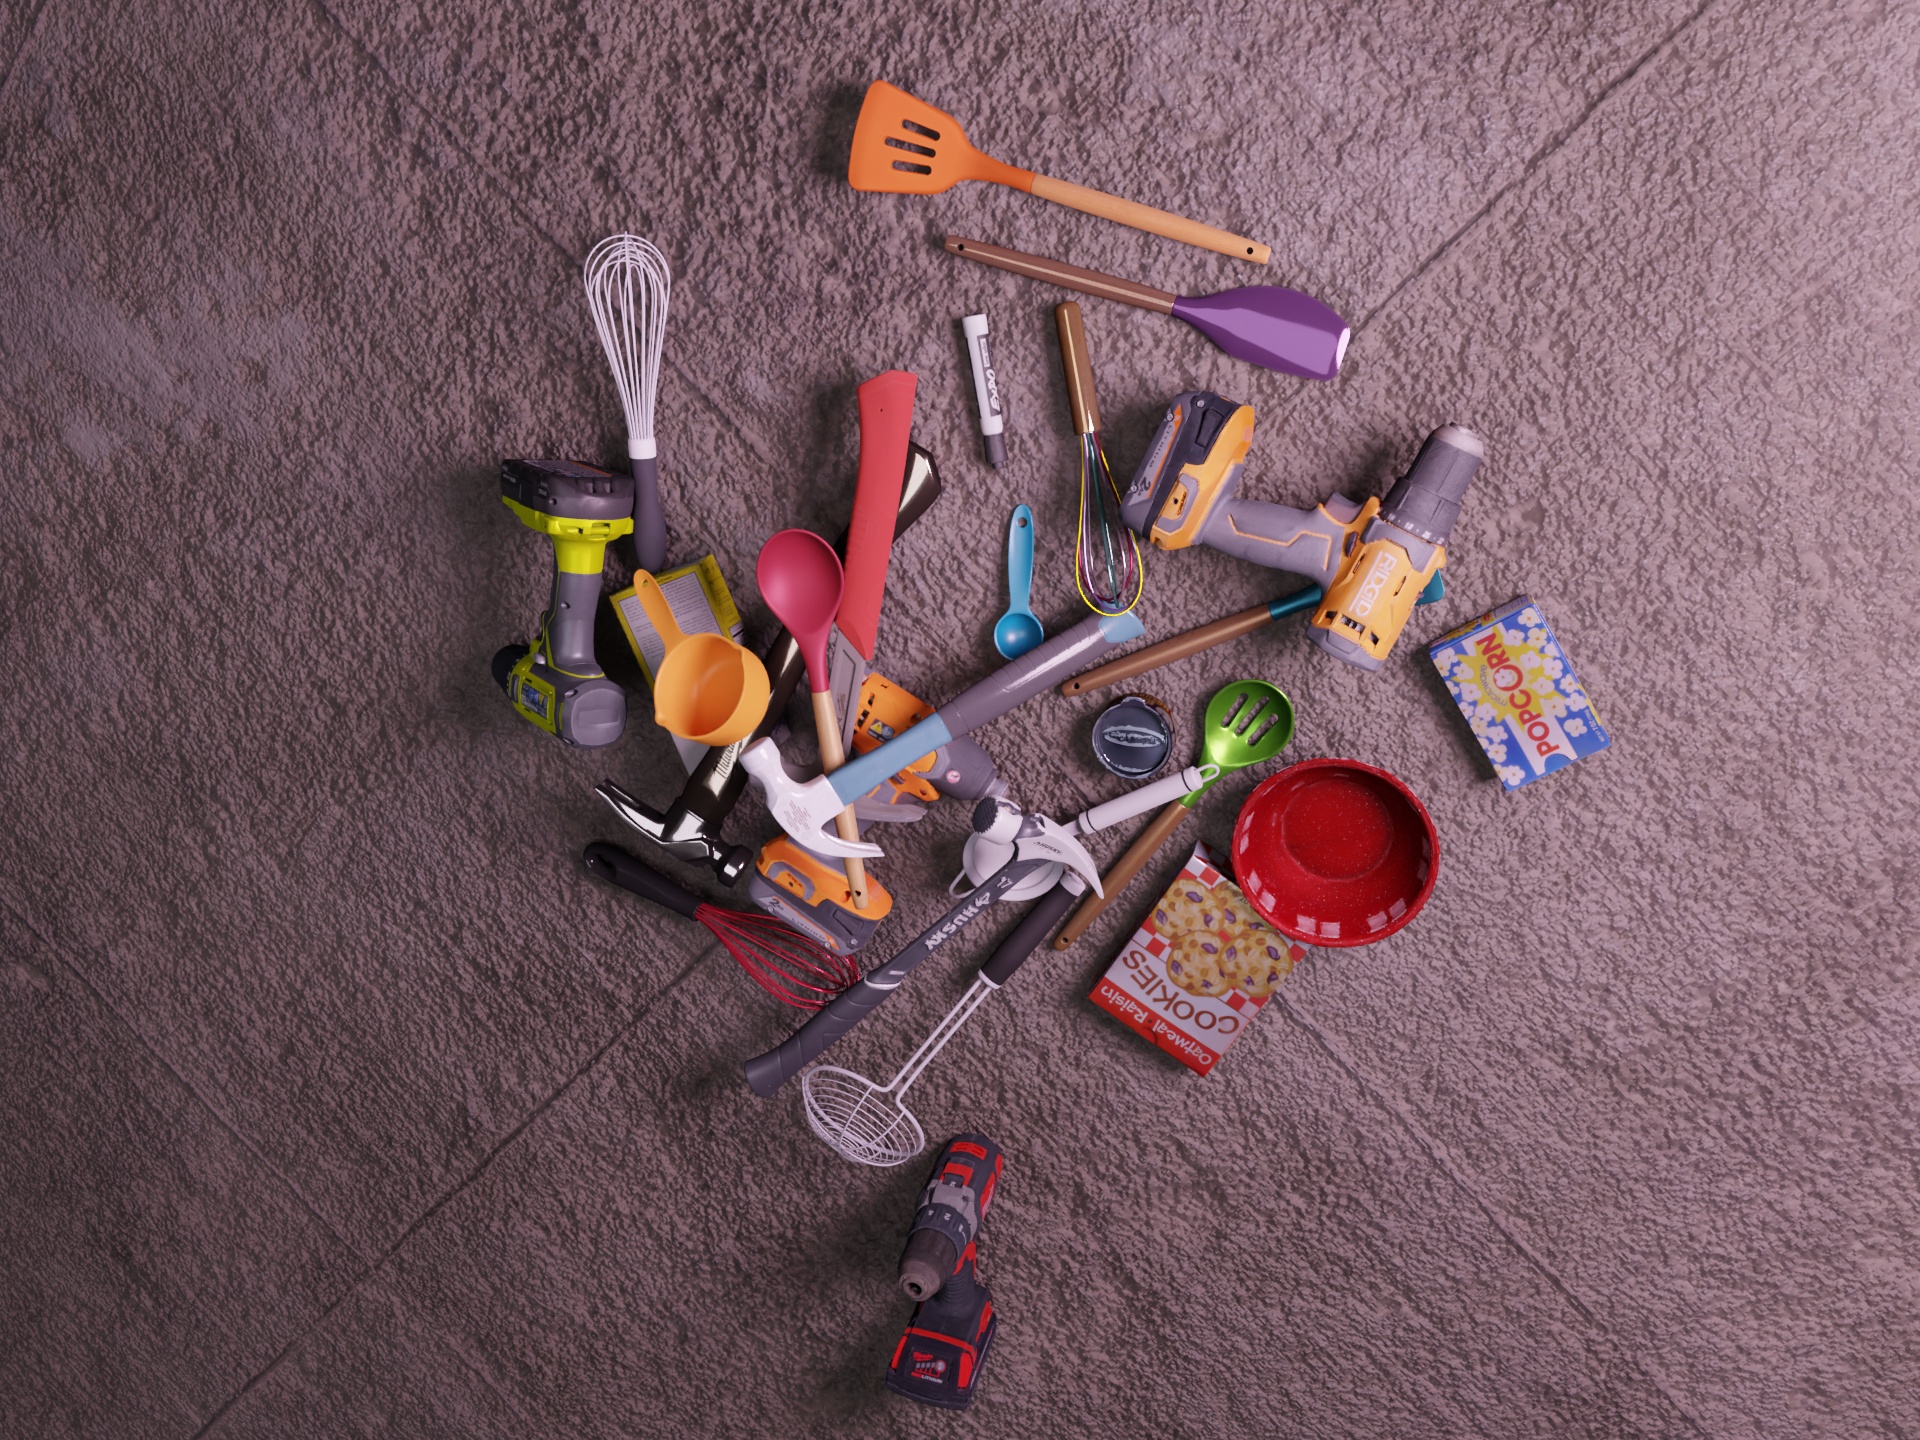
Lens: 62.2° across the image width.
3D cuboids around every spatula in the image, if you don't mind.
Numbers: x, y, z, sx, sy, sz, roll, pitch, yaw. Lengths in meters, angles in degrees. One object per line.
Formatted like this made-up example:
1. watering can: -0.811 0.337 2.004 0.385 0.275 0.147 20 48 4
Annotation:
1. spatula: 0.138 -0.324 1.206 0.316 0.018 0.059 17 108 9
2. spatula: 0.075 -0.394 1.190 0.322 0.041 0.081 20 111 8
3. spatula: 0.217 -0.078 1.249 0.317 0.044 0.082 -22 86 23

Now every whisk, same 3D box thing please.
1. whisk: 0.100 -0.201 1.235 0.047 0.051 0.245 -8 97 23
2. whisk: -0.268 -0.260 1.327 0.070 0.070 0.284 6 113 14
3. whisk: -0.223 0.184 1.459 0.296 0.073 0.073 26 113 14

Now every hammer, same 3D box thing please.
1. hammer: -0.071 -0.098 1.275 0.149 0.037 0.359 13 103 8
2. hammer: -0.150 -0.059 1.332 0.146 0.038 0.410 33 104 -2
3. hammer: -0.050 0.212 1.365 0.149 0.036 0.409 27 124 -35
4. hammer: -0.002 -0.004 1.261 0.331 0.033 0.128 -31 105 -6

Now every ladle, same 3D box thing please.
1. ladle: -0.106 0.002 1.270 0.069 0.031 0.315 -8 102 9

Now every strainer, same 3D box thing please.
1. strainer: 0.101 0.087 1.327 0.258 0.050 0.086 -25 117 25

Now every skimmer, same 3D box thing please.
1. skimmer: -0.011 0.265 1.435 0.127 0.090 0.363 38 103 -4

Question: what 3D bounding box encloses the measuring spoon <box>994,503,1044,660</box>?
1. measuring spoon: 0.051 -0.113 1.305 0.042 0.021 0.128 4 99 16

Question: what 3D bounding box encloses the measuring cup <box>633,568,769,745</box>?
1. measuring cup: -0.218 -0.054 1.306 0.095 0.052 0.174 -39 62 13

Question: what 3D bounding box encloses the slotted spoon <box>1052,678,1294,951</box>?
1. slotted spoon: 0.169 0.084 1.326 0.070 0.031 0.313 38 115 2

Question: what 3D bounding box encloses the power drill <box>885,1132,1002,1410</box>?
1. power drill: -0.017 0.511 1.435 0.080 0.188 0.226 10 114 14

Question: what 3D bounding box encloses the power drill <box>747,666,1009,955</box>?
1. power drill: -0.070 0.087 1.369 0.164 0.084 0.226 31 109 4

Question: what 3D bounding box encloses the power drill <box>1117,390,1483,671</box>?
1. power drill: 0.252 -0.166 1.169 0.226 0.084 0.185 32 108 17

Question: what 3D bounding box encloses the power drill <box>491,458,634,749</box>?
1. power drill: -0.348 -0.105 1.363 0.191 0.080 0.228 24 113 48
